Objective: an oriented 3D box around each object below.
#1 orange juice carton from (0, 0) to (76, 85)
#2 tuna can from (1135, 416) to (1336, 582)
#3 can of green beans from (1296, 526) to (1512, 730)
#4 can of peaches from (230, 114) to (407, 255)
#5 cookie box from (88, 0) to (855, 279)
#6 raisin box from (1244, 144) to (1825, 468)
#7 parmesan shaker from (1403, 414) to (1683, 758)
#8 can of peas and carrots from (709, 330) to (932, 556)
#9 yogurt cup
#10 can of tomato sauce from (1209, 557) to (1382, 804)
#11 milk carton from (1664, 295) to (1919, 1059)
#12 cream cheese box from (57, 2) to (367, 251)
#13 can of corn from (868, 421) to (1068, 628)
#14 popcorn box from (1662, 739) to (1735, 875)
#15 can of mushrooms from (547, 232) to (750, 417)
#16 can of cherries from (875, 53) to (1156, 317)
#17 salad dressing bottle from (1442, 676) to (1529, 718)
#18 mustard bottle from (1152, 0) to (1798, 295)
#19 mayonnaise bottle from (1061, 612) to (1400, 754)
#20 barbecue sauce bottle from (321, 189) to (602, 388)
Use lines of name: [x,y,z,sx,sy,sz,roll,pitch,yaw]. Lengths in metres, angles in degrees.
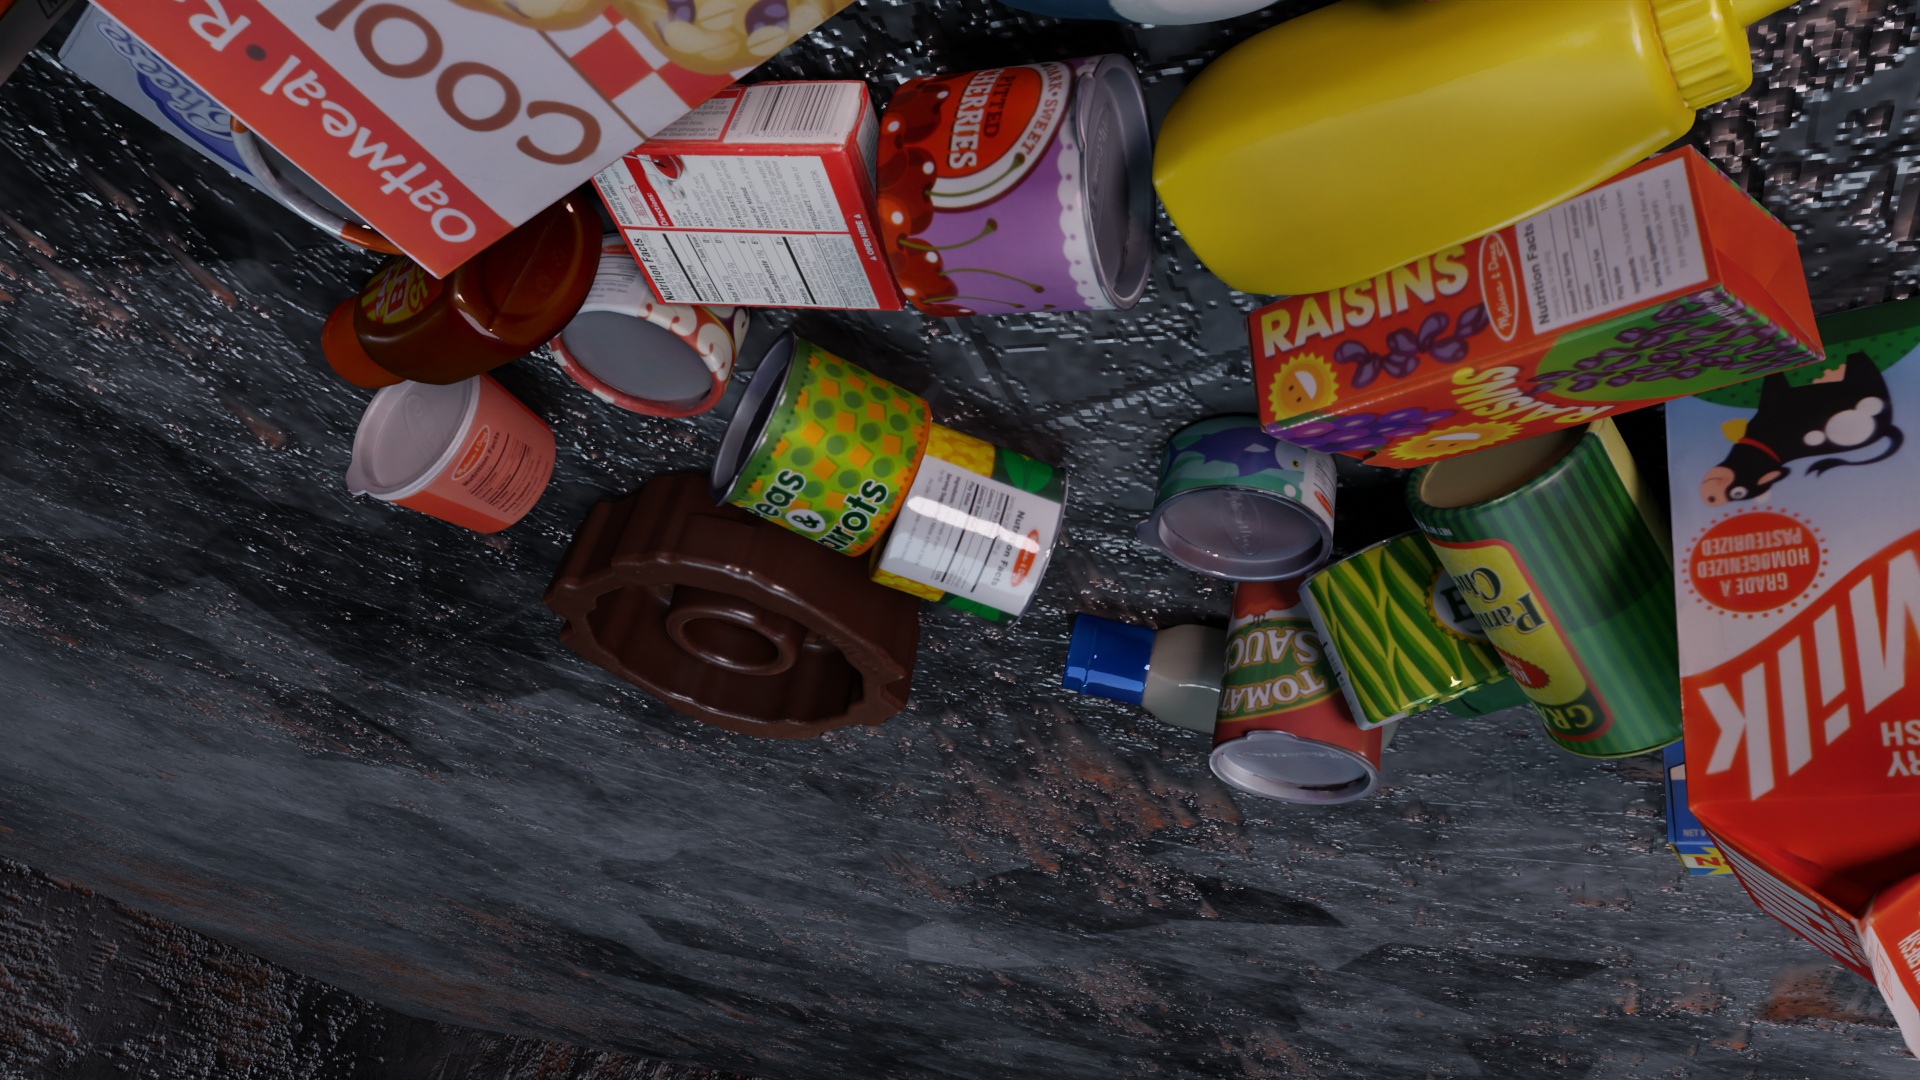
orange juice carton: [-0.268,-0.190,0.321,0.073,0.072,0.191,11,151,5]
tuna can: [0.102,-0.014,0.512,0.071,0.033,0.070,10,151,6]
can of green beans: [0.167,0.032,0.513,0.071,0.058,0.071,-19,164,-5]
can of peaches: [-0.165,-0.126,0.404,0.071,0.058,0.071,11,151,6]
cookie box: [-0.101,-0.146,0.304,0.167,0.040,0.122,-27,136,20]
raisin box: [0.154,-0.056,0.382,0.123,0.040,0.086,-16,164,43]
parmesan shaker: [0.196,0.009,0.449,0.071,0.072,0.103,-20,114,45]
can of peas and carrots: [-0.052,-0.032,0.507,0.059,0.071,0.070,25,149,-20]
yogurt cup: [-0.206,-0.038,0.573,0.072,0.072,0.054,-5,154,30]
can of tomato sauce: [0.139,0.056,0.568,0.071,0.083,0.071,10,151,6]
milk carton: [0.240,0.034,0.373,0.073,0.191,0.072,-12,142,38]
cream cheese box: [-0.223,-0.138,0.442,0.053,0.024,0.103,-17,139,44]
can of corn: [0.002,-0.007,0.537,0.058,0.071,0.071,19,151,-9]
popcorn box: [0.338,0.082,0.525,0.126,0.085,0.038,-8,145,34]
can of mushrooms: [-0.110,-0.074,0.498,0.071,0.033,0.070,10,150,6]
can of cherries: [0.016,-0.095,0.372,0.058,0.072,0.071,2,149,23]
salad dressing bottle: [0.246,0.034,0.525,0.064,0.044,0.147,33,147,-20]
mustard bottle: [0.125,-0.105,0.325,0.160,0.049,0.065,-12,140,38]
mayonnaise bottle: [0.122,0.065,0.638,0.148,0.041,0.064,12,150,5]
barbecue sauce bottle: [-0.182,-0.082,0.488,0.043,0.065,0.148,37,152,-33]
